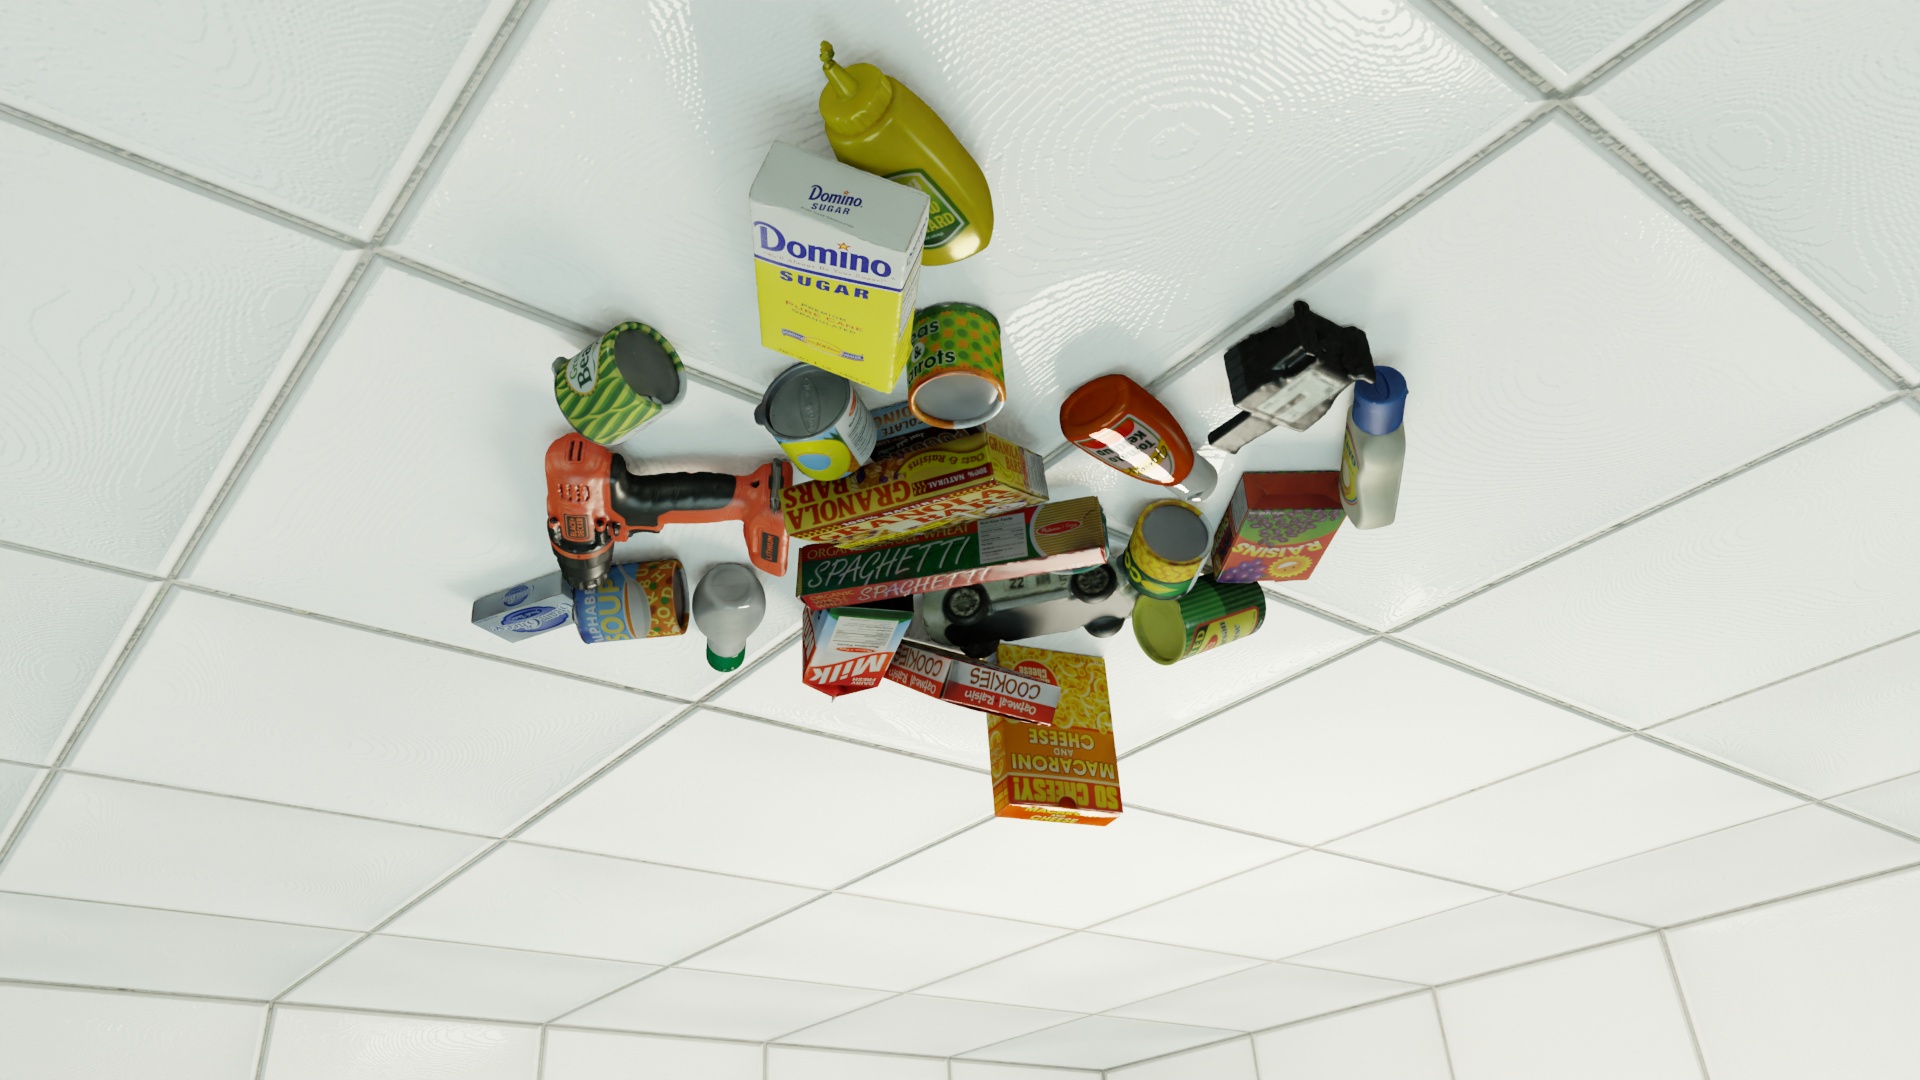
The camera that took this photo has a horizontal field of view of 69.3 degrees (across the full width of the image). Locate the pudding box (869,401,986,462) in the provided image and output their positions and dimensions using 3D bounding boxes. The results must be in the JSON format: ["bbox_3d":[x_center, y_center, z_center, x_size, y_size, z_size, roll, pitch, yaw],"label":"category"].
[{"bbox_3d":[-0.027,-0.079,1.021,0.083,0.030,0.049,-13,150,16],"label":"pudding box"}]

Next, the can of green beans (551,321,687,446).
[{"bbox_3d":[-0.224,-0.104,0.920,0.057,0.071,0.071,-26,143,32],"label":"can of green beans"}]

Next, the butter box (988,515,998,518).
[{"bbox_3d":[0.004,-0.014,1.141,0.053,0.024,0.103,-1,150,-4],"label":"butter box"}]

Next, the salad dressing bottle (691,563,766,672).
[{"bbox_3d":[-0.210,0.074,1.249,0.064,0.044,0.147,-6,152,-15],"label":"salad dressing bottle"}]

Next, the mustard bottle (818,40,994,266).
[{"bbox_3d":[-0.038,-0.215,0.768,0.065,0.049,0.160,-13,149,24],"label":"mustard bottle"}]

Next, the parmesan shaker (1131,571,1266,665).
[{"bbox_3d":[0.212,0.063,1.222,0.103,0.071,0.071,-15,159,-33],"label":"parmesan shaker"}]

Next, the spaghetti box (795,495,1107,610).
[{"bbox_3d":[-0.009,0.011,1.107,0.250,0.050,0.028,-10,147,11],"label":"spaghetti box"}]

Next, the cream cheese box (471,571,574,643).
[{"bbox_3d":[-0.373,0.059,1.224,0.103,0.024,0.053,-17,148,22],"label":"cream cheese box"}]

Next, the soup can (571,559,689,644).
[{"bbox_3d":[-0.278,0.052,1.177,0.084,0.071,0.071,-5,150,2],"label":"soup can"}]

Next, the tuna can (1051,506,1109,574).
[{"bbox_3d":[0.093,-0.001,1.166,0.071,0.033,0.070,-3,150,-1],"label":"tuna can"}]

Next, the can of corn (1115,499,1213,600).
[{"bbox_3d":[0.170,0.007,1.156,0.071,0.071,0.058,0,149,-7],"label":"can of corn"}]

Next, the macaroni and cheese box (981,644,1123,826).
[{"bbox_3d":[0.088,0.189,1.358,0.124,0.167,0.040,9,146,-22],"label":"macaroni and cheese box"}]

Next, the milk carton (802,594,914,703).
[{"bbox_3d":[-0.098,0.075,1.236,0.073,0.072,0.189,5,147,-14],"label":"milk carton"}]

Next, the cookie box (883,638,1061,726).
[{"bbox_3d":[-0.004,0.127,1.283,0.123,0.040,0.167,17,177,-31],"label":"cookie box"}]

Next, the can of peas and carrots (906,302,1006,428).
[{"bbox_3d":[-0.006,-0.117,0.930,0.071,0.059,0.070,-3,149,-2],"label":"can of peas and carrots"}]

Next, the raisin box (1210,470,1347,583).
[{"bbox_3d":[0.266,-0.009,1.166,0.086,0.040,0.122,-1,150,-6],"label":"raisin box"}]

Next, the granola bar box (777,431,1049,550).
[{"bbox_3d":[-0.031,-0.033,1.028,0.165,0.039,0.124,-14,170,20],"label":"granola bar box"}]

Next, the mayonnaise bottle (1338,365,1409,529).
[{"bbox_3d":[0.311,-0.071,1.045,0.041,0.065,0.147,-10,145,5],"label":"mayonnaise bottle"}]

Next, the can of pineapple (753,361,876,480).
[{"bbox_3d":[-0.100,-0.083,0.971,0.071,0.071,0.057,-11,149,12],"label":"can of pineapple"}]

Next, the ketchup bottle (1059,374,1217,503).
[{"bbox_3d":[0.140,-0.072,1.041,0.064,0.044,0.148,-25,144,32],"label":"ketchup bottle"}]
